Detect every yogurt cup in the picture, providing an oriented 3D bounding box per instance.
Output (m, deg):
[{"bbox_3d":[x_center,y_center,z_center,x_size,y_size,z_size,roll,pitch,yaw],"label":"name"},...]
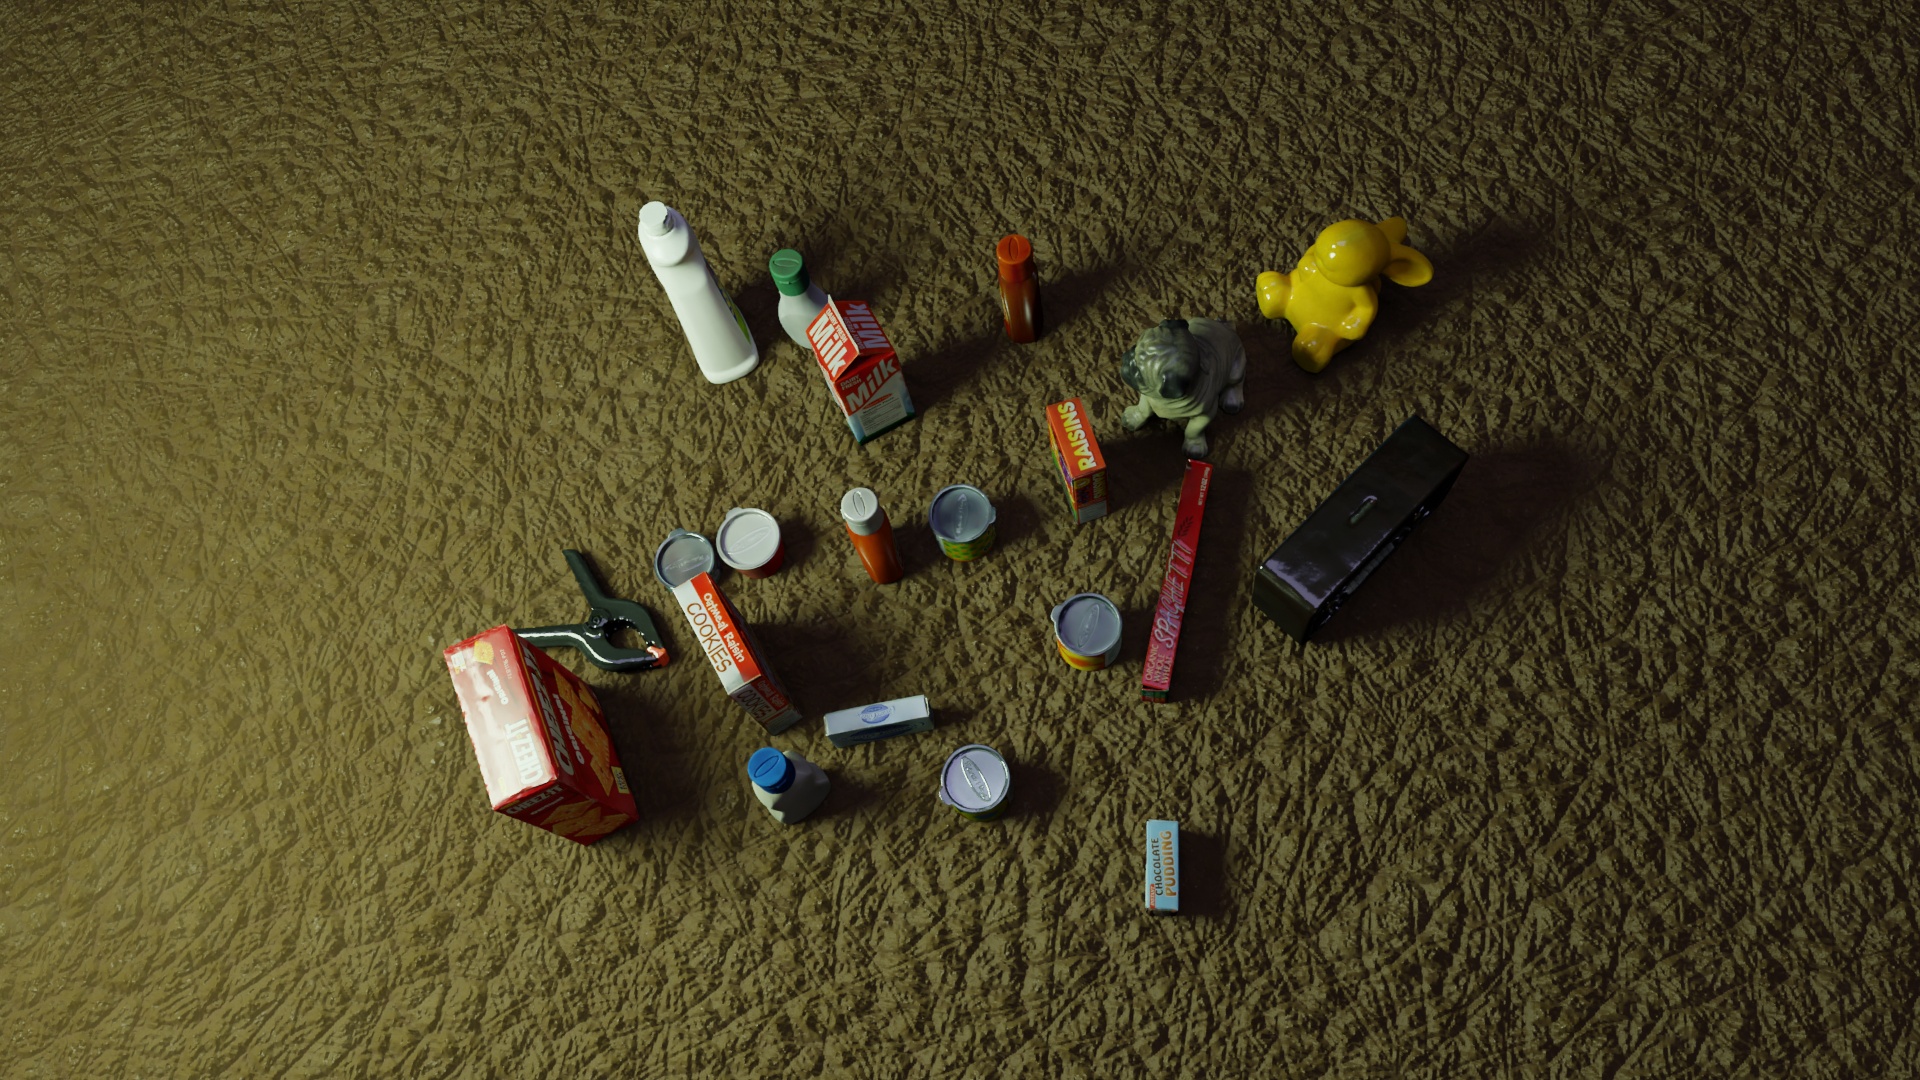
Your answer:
[{"bbox_3d":[-0.218,0.007,1.465,0.072,0.053,0.072,-2,68,6],"label":"yogurt cup"}]

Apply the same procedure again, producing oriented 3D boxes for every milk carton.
[{"bbox_3d":[-0.106,-0.182,1.454,0.073,0.190,0.072,-28,68,-4],"label":"milk carton"}]

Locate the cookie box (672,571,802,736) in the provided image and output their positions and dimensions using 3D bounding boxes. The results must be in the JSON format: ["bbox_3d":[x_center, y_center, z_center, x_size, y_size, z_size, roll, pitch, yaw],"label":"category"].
[{"bbox_3d":[-0.216,0.113,1.361,0.040,0.167,0.123,-31,68,-6],"label":"cookie box"}]

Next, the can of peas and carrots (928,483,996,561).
[{"bbox_3d":[0.005,-0.018,1.447,0.071,0.058,0.071,-2,68,6],"label":"can of peas and carrots"}]

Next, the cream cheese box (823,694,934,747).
[{"bbox_3d":[-0.080,0.180,1.380,0.104,0.053,0.024,-11,68,2],"label":"cream cheese box"}]

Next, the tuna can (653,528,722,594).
[{"bbox_3d":[-0.290,0.024,1.478,0.071,0.032,0.071,-2,68,6],"label":"tuna can"}]

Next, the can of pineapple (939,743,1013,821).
[{"bbox_3d":[0.015,0.236,1.344,0.071,0.057,0.071,-2,68,6],"label":"can of pineapple"}]

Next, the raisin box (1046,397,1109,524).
[{"bbox_3d":[0.120,-0.080,1.424,0.040,0.123,0.086,-17,68,0],"label":"raisin box"}]

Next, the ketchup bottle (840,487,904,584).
[{"bbox_3d":[-0.090,-0.008,1.405,0.043,0.148,0.065,-19,68,-1],"label":"ketchup bottle"}]

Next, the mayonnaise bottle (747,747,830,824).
[{"bbox_3d":[-0.166,0.229,1.319,0.065,0.147,0.041,-40,70,-9],"label":"mayonnaise bottle"}]

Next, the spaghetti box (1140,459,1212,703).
[{"bbox_3d":[0.219,0.041,1.403,0.029,0.050,0.251,11,70,11],"label":"spaghetti box"}]

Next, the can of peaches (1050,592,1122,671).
[{"bbox_3d":[0.126,0.091,1.389,0.071,0.058,0.071,-2,68,6],"label":"can of peaches"}]

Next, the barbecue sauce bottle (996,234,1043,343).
[{"bbox_3d":[0.064,-0.273,1.494,0.044,0.148,0.065,-3,68,6],"label":"barbecue sauce bottle"}]

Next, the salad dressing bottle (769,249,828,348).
[{"bbox_3d":[-0.174,-0.263,1.518,0.064,0.147,0.044,6,70,9],"label":"salad dressing bottle"}]

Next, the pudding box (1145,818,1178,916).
[{"bbox_3d":[0.189,0.306,1.300,0.030,0.049,0.084,0,68,7],"label":"pudding box"}]
